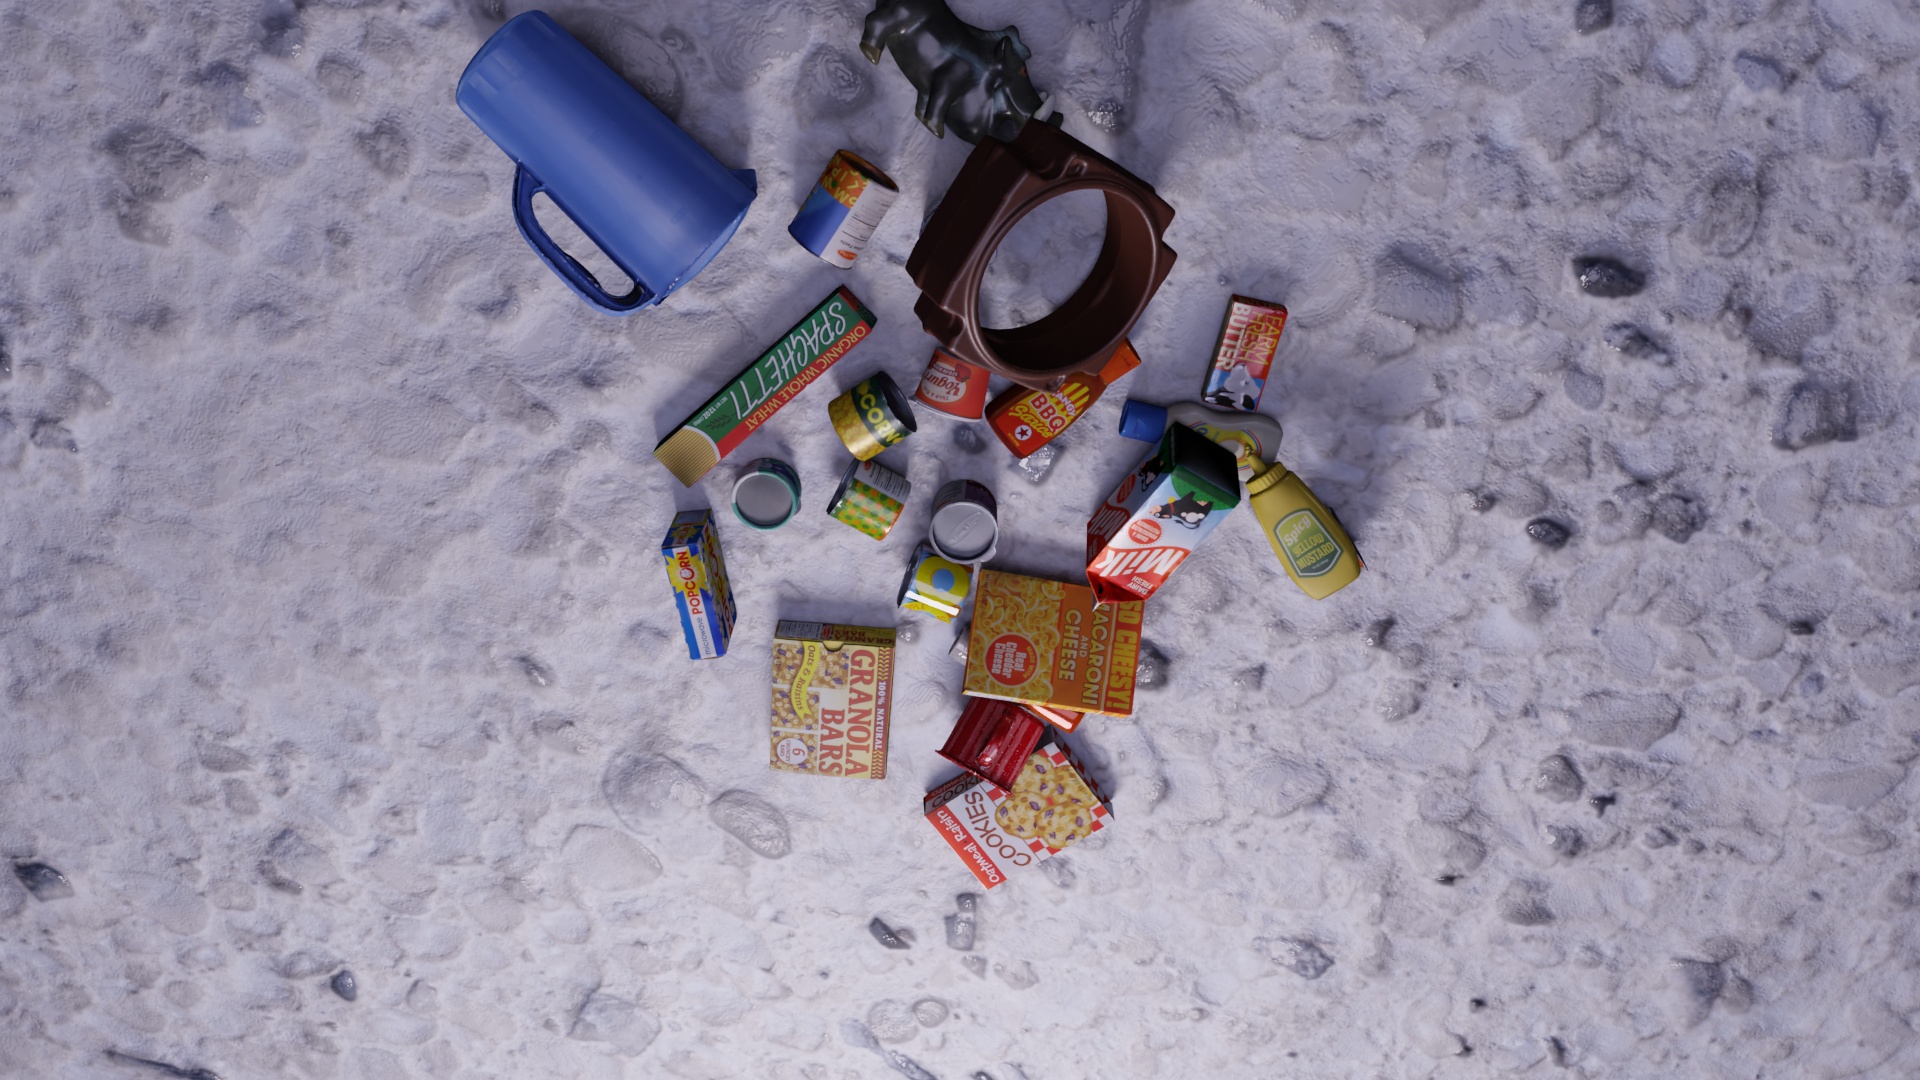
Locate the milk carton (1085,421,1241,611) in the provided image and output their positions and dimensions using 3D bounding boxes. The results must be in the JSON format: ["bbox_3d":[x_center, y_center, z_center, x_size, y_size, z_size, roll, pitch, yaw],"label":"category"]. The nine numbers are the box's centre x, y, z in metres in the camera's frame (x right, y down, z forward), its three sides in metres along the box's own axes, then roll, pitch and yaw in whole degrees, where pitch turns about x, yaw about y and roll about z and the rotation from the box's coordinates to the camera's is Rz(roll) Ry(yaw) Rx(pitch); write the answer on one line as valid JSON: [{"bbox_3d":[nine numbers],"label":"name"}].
[{"bbox_3d":[0.178,-0.013,1.319,0.073,0.073,0.189,27,127,-15],"label":"milk carton"}]

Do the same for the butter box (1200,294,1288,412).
[{"bbox_3d":[0.263,-0.173,1.293,0.053,0.024,0.103,12,114,-4],"label":"butter box"}]

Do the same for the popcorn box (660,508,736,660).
[{"bbox_3d":[-0.256,0.043,1.369,0.038,0.085,0.126,-8,114,4],"label":"popcorn box"}]

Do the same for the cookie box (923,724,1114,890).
[{"bbox_3d":[0.062,0.290,1.501,0.167,0.040,0.122,-32,110,14],"label":"cookie box"}]

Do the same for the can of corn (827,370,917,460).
[{"bbox_3d":[-0.083,-0.115,1.301,0.058,0.071,0.071,-29,111,15],"label":"can of corn"}]

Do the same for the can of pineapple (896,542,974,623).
[{"bbox_3d":[-0.025,0.044,1.374,0.058,0.071,0.070,21,114,-9],"label":"can of pineapple"}]

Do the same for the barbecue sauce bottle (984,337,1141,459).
[{"bbox_3d":[0.098,-0.140,1.301,0.148,0.044,0.064,-34,120,15],"label":"barbecue sauce bottle"}]

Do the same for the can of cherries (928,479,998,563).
[{"bbox_3d":[0.005,-0.017,1.351,0.071,0.058,0.071,0,114,0],"label":"can of cherries"}]

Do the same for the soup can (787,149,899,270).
[{"bbox_3d":[-0.104,-0.293,1.224,0.071,0.071,0.083,32,111,-13],"label":"soup can"}]

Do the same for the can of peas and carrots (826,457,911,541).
[{"bbox_3d":[-0.089,-0.039,1.339,0.059,0.071,0.070,28,112,-12],"label":"can of peas and carrots"}]

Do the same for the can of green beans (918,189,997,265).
[{"bbox_3d":[-0.003,-0.274,1.233,0.071,0.058,0.071,0,115,1],"label":"can of green beans"}]

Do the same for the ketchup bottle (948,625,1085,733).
[{"bbox_3d":[0.059,0.140,1.422,0.149,0.065,0.043,30,113,-3],"label":"ketchup bottle"}]

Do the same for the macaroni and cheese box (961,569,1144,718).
[{"bbox_3d":[0.092,0.103,1.382,0.166,0.040,0.124,9,78,-4],"label":"macaroni and cheese box"}]

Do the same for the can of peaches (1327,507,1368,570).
[{"bbox_3d":[0.353,0.012,1.351,0.058,0.071,0.071,-31,111,15],"label":"can of peaches"}]

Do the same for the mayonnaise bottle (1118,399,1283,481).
[{"bbox_3d":[0.226,-0.100,1.318,0.148,0.041,0.064,12,118,-5],"label":"mayonnaise bottle"}]

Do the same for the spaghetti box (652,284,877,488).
[{"bbox_3d":[-0.187,-0.144,1.313,0.249,0.029,0.050,-38,109,17],"label":"spaghetti box"}]

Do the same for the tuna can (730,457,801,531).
[{"bbox_3d":[-0.188,-0.043,1.357,0.071,0.033,0.070,1,114,1],"label":"tuna can"}]

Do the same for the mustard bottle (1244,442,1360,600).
[{"bbox_3d":[0.308,-0.022,1.293,0.065,0.049,0.160,-35,93,16],"label":"mustard bottle"}]

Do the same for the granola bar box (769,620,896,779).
[{"bbox_3d":[-0.134,0.168,1.449,0.124,0.039,0.164,4,115,-1],"label":"granola bar box"}]

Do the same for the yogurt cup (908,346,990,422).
[{"bbox_3d":[-0.005,-0.146,1.290,0.072,0.072,0.053,17,106,-6],"label":"yogurt cup"}]
